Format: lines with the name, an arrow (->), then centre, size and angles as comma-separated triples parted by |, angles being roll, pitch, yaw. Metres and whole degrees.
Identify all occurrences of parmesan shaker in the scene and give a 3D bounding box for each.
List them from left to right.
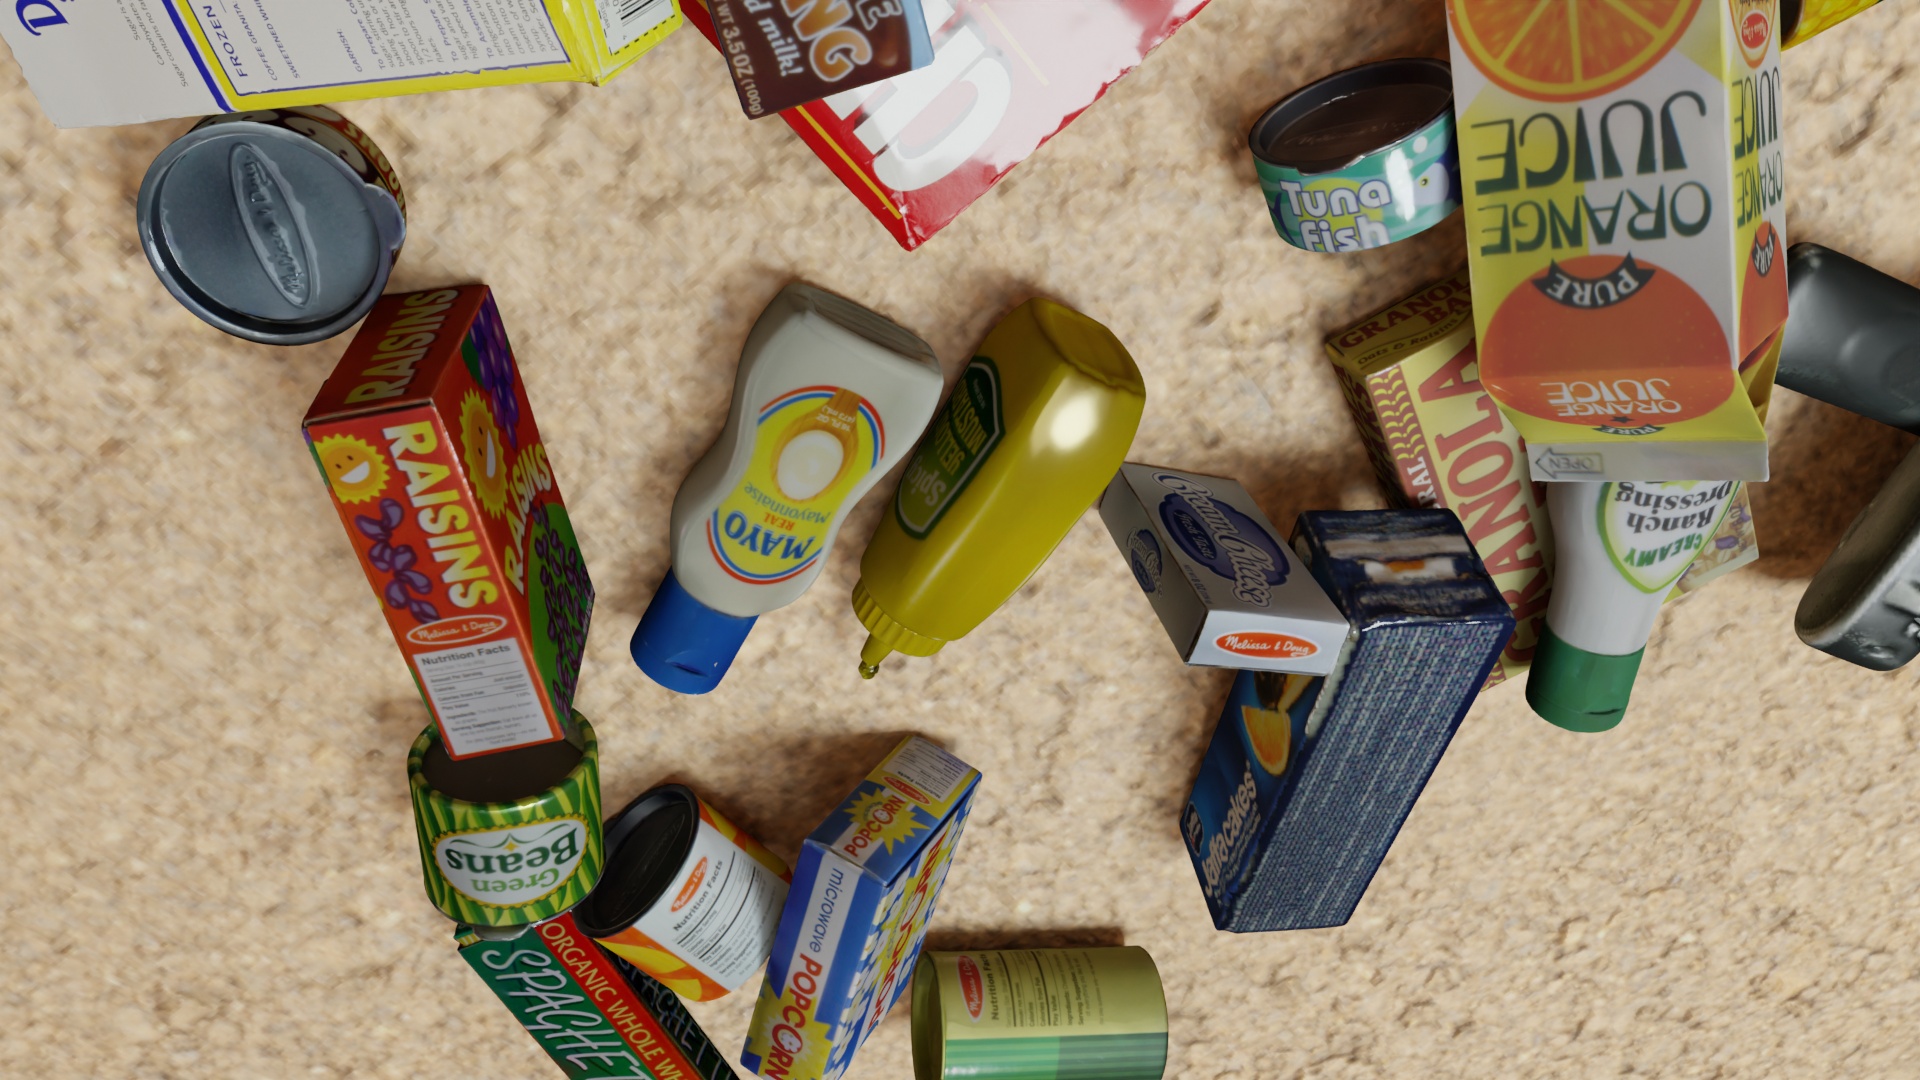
parmesan shaker -> 0.035, 0.220, 0.624 | 0.103, 0.071, 0.071 | 3, 121, -14

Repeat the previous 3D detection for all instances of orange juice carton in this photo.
orange juice carton -> 0.195, -0.109, 0.408 | 0.073, 0.072, 0.192 | -26, 111, -45

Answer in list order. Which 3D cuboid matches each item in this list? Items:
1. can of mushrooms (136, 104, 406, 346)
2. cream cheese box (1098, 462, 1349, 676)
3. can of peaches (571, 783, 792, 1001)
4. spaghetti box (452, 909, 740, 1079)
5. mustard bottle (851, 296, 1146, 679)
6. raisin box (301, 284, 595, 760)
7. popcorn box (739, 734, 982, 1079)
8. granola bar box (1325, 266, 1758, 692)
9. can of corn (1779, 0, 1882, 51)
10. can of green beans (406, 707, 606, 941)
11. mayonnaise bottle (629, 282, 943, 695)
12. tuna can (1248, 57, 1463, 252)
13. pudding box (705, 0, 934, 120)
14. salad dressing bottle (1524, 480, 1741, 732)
can of mushrooms -> -0.196, -0.094, 0.406 | 0.071, 0.033, 0.070 | -5, 121, -8
cream cheese box -> 0.089, 0.009, 0.486 | 0.053, 0.104, 0.024 | 7, 118, -17
can of peaches -> -0.110, 0.139, 0.550 | 0.071, 0.071, 0.058 | -37, 122, 12
spaghetti box -> -0.139, 0.237, 0.624 | 0.050, 0.029, 0.249 | -22, 123, 2
mustard bottle -> 0.002, -0.006, 0.484 | 0.049, 0.065, 0.159 | 21, 119, -27
raisin box -> -0.155, -0.007, 0.436 | 0.040, 0.086, 0.122 | -9, 123, 0
popcorn box -> -0.039, 0.151, 0.556 | 0.038, 0.085, 0.126 | 25, 119, 14
granola bar box -> 0.224, -0.034, 0.527 | 0.124, 0.039, 0.165 | -28, 123, 5
can of corn -> 0.262, -0.192, 0.420 | 0.058, 0.071, 0.071 | -27, 123, 6
can of green beans -> -0.166, 0.098, 0.511 | 0.071, 0.071, 0.057 | -1, 121, -11
mayonnaise bottle -> -0.067, -0.012, 0.478 | 0.065, 0.041, 0.147 | 22, 114, -25
tuna can -> 0.126, -0.120, 0.435 | 0.071, 0.071, 0.032 | -24, 123, 4
pudding box -> -0.040, -0.147, 0.324 | 0.050, 0.030, 0.083 | -17, 125, -1
salad dressing bottle -> 0.239, 0.002, 0.501 | 0.064, 0.044, 0.146 | -6, 123, -10
